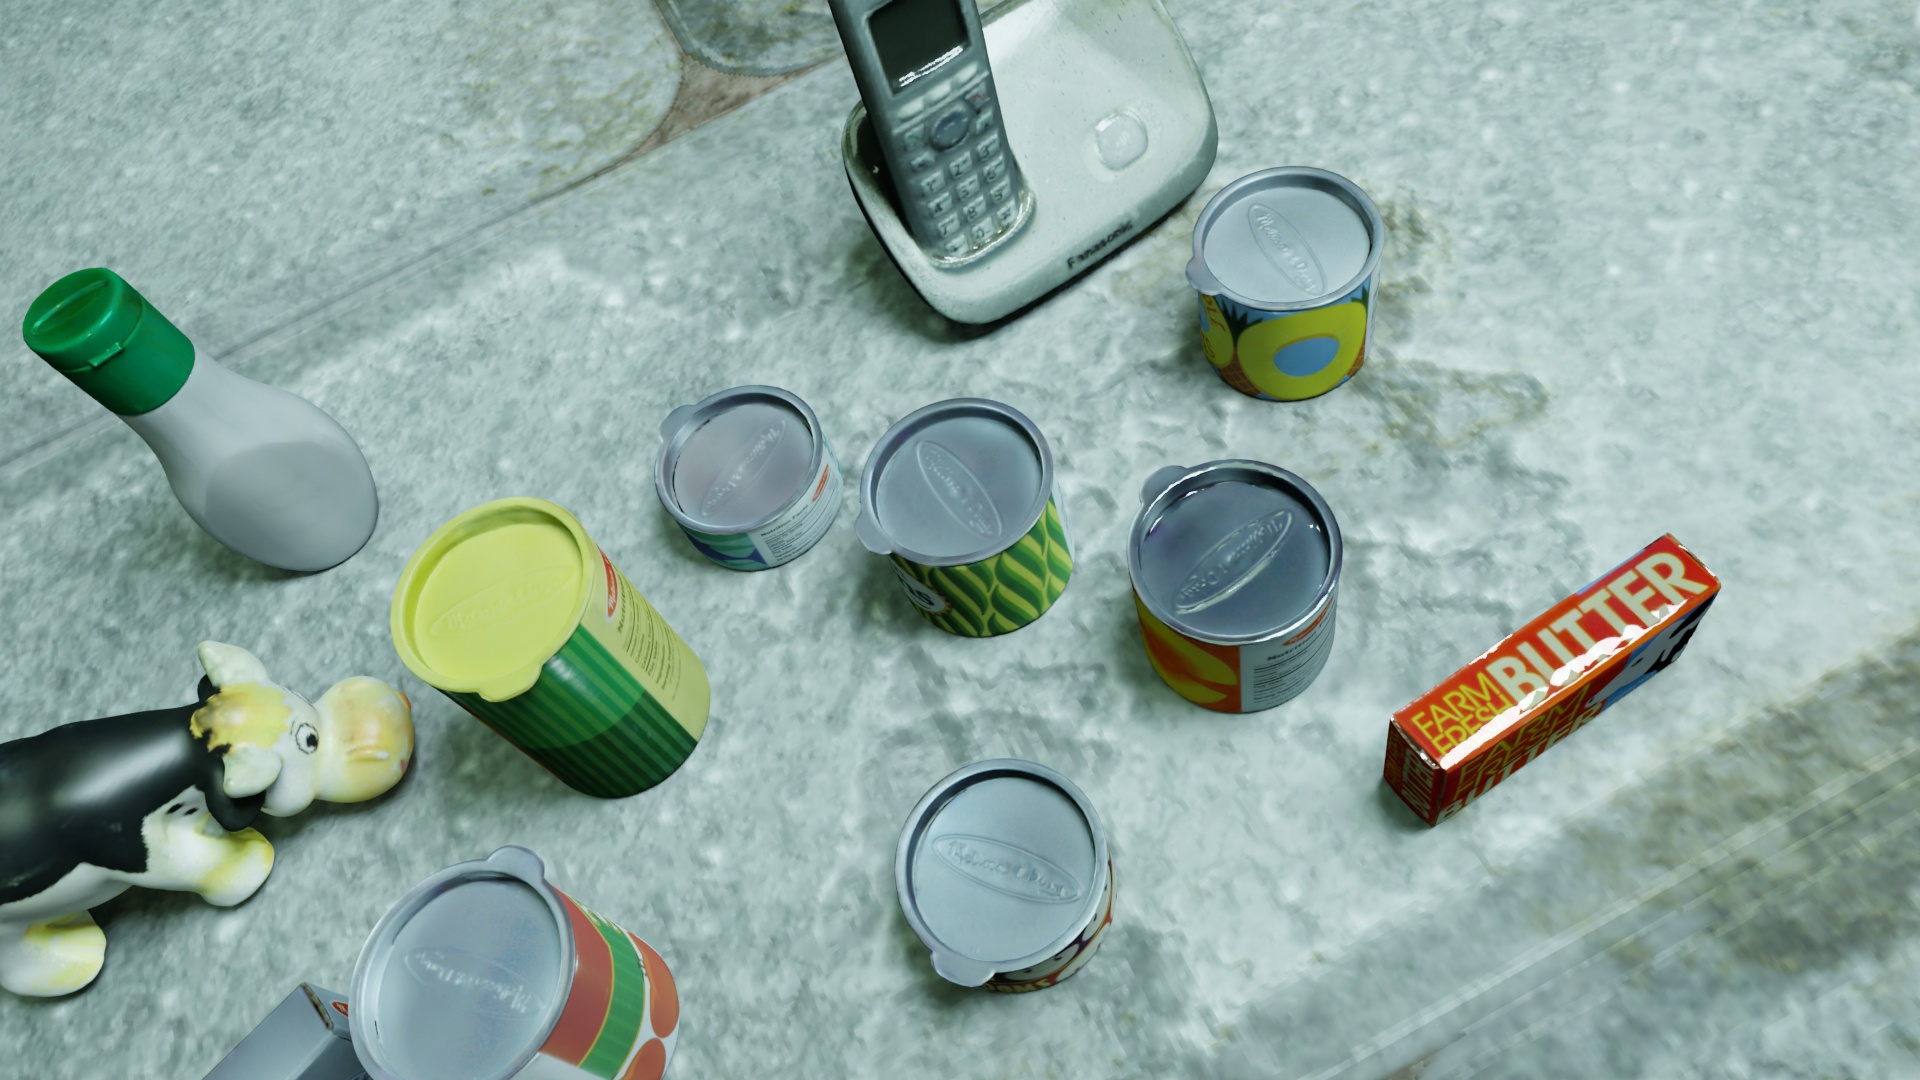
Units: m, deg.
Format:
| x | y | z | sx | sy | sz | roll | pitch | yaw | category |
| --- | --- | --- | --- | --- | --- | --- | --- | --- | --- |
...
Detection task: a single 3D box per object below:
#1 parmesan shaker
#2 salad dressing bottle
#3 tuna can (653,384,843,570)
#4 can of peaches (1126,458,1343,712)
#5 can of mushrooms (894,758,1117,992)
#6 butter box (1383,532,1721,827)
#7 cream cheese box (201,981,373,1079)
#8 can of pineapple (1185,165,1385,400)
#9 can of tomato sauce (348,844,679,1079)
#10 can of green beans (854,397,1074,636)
| x | y | z | sx | sy | sz | roll | pitch | yaw | category |
| --- | --- | --- | --- | --- | --- | --- | --- | --- | --- |
| -0.132 | 0.042 | 0.463 | 0.071 | 0.102 | 0.071 | -6 | 60 | 10 | parmesan shaker |
| -0.278 | -0.041 | 0.519 | 0.064 | 0.147 | 0.044 | -38 | 60 | -9 | salad dressing bottle |
| -0.082 | -0.025 | 0.532 | 0.071 | 0.032 | 0.071 | -6 | 59 | 10 | tuna can |
| 0.089 | 0.014 | 0.455 | 0.071 | 0.057 | 0.071 | -6 | 60 | 10 | can of peaches |
| 0.014 | 0.107 | 0.433 | 0.071 | 0.033 | 0.071 | -6 | 59 | 10 | can of mushrooms |
| 0.177 | 0.044 | 0.421 | 0.103 | 0.053 | 0.024 | -32 | 59 | -6 | butter box |
| -0.223 | 0.188 | 0.429 | 0.024 | 0.053 | 0.104 | 37 | 74 | 28 | cream cheese box |
| 0.118 | -0.093 | 0.511 | 0.071 | 0.057 | 0.071 | -6 | 60 | 10 | can of pineapple |
| -0.130 | 0.138 | 0.419 | 0.071 | 0.082 | 0.071 | -6 | 60 | 10 | can of tomato sauce |
| 0.004 | -0.007 | 0.487 | 0.071 | 0.057 | 0.071 | -6 | 60 | 10 | can of green beans |
